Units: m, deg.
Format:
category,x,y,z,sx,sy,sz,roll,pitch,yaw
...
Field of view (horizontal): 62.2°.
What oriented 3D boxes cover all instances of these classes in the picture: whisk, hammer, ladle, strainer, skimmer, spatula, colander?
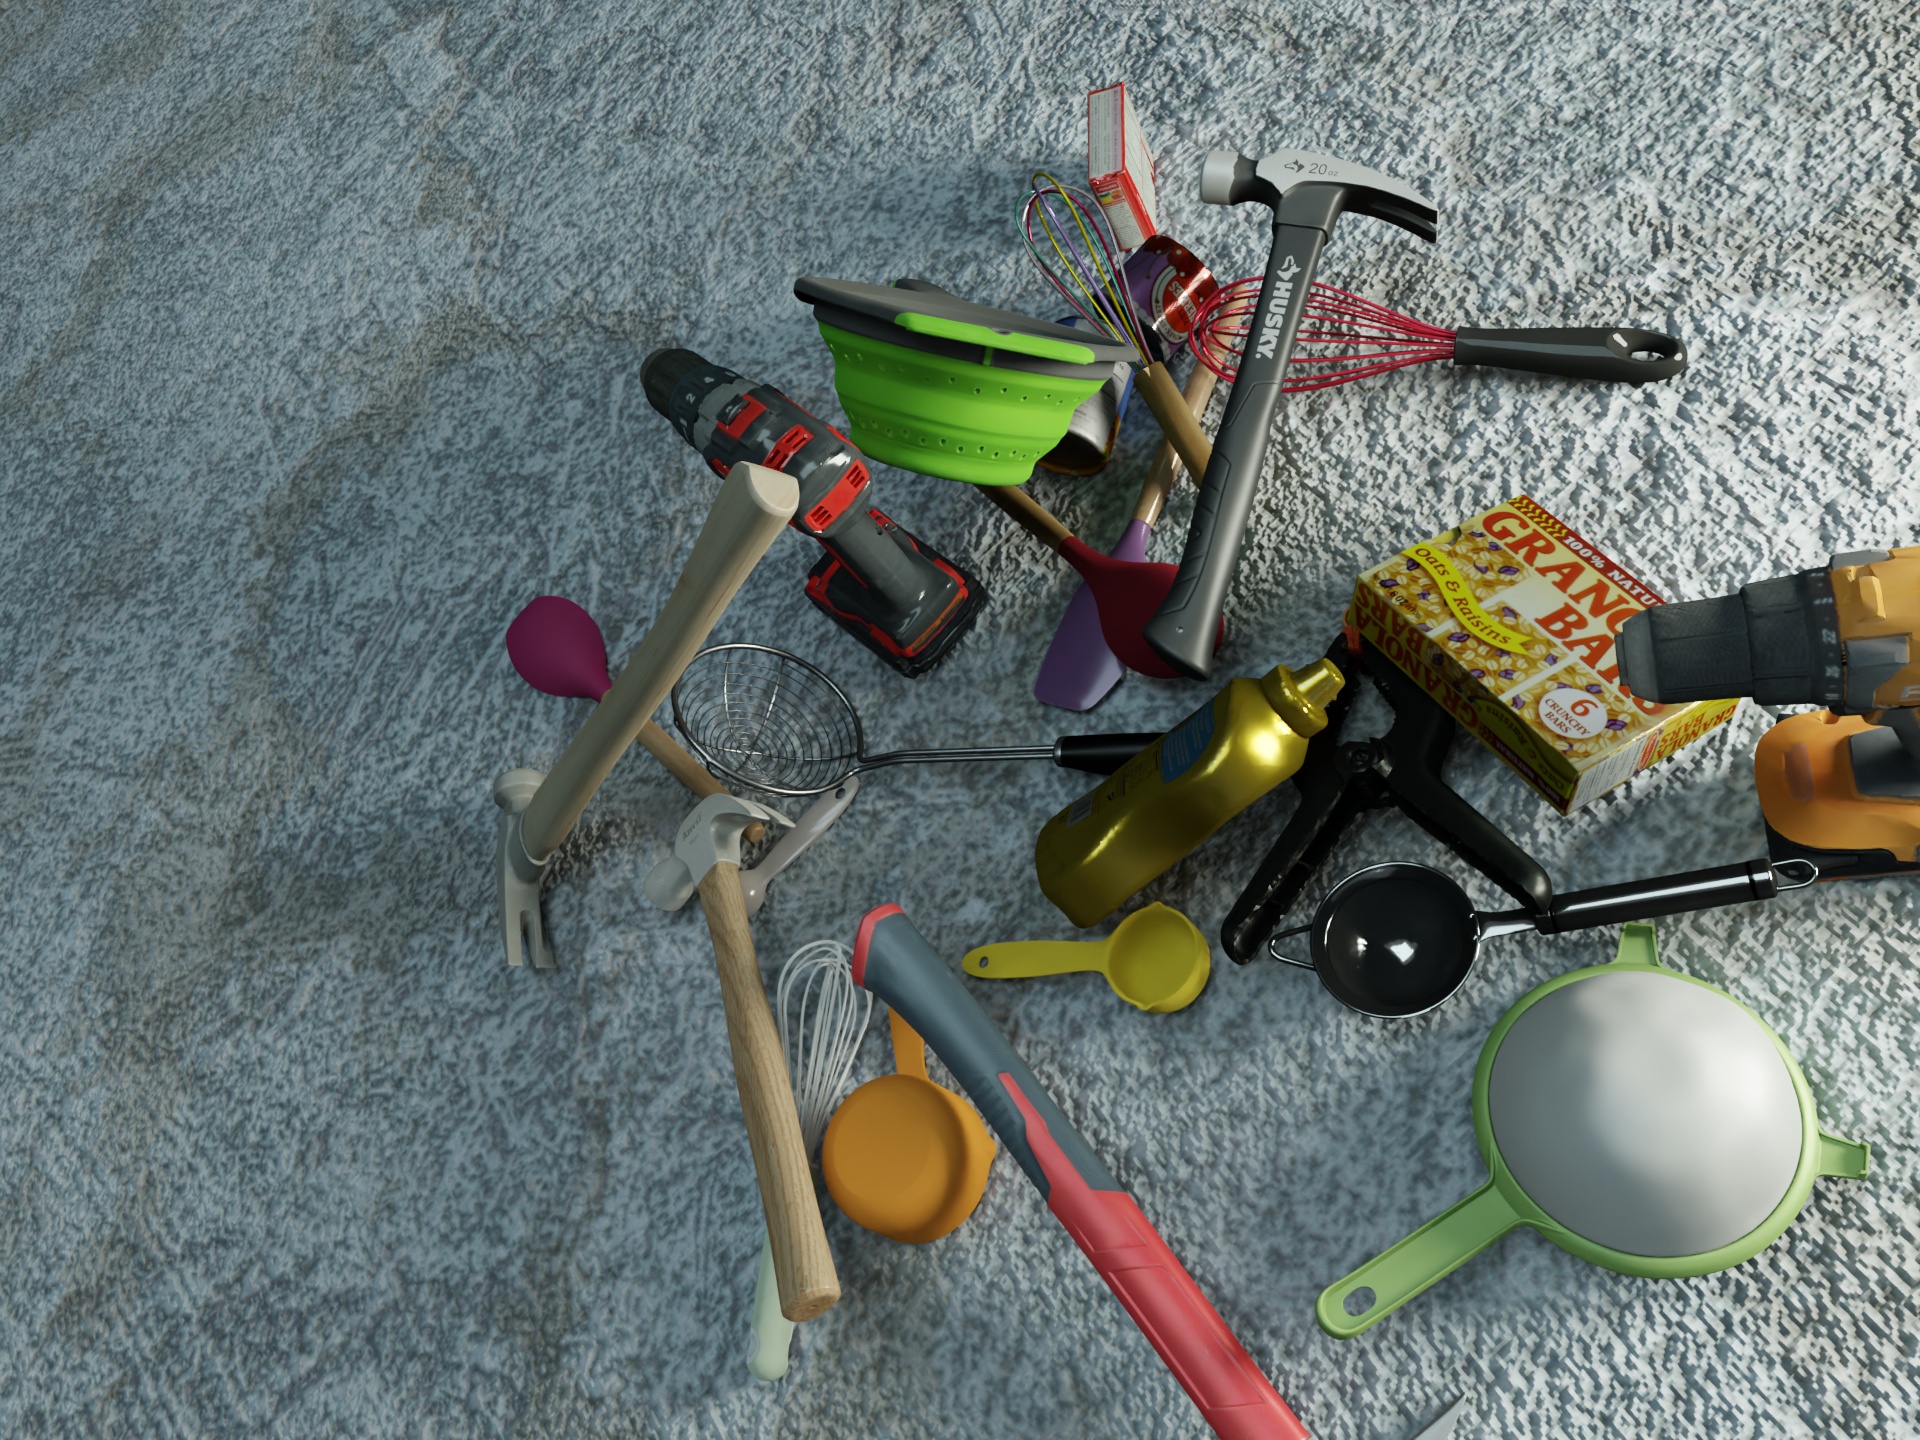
category,x,y,z,sx,sy,sz,roll,pitch,yaw
whisk,0.106,-0.240,1.004,0.047,0.051,0.245,-35,84,50
hammer,-0.118,0.177,0.911,0.130,0.031,0.332,-50,42,30
whisk,-0.091,0.247,0.913,0.058,0.059,0.246,144,137,-62
whisk,0.283,-0.229,0.970,0.296,0.073,0.073,9,69,22
hammer,0.076,0.233,0.810,0.143,0.038,0.387,-40,63,1
ladle,0.056,-0.125,1.029,0.069,0.031,0.316,-46,49,2
strainer,0.268,0.198,0.723,0.256,0.069,0.152,-32,54,-5
strainer,0.283,0.100,0.789,0.258,0.050,0.087,-15,55,28
skimmer,-0.002,-0.003,0.967,0.363,0.090,0.127,-2,33,23
hammer,0.176,-0.182,0.935,0.146,0.035,0.335,13,77,18
spatula,0.127,-0.148,1.023,0.060,0.018,0.316,14,73,33
colander,-0.015,-0.222,1.014,0.397,0.204,0.094,-113,33,-69
hammer,-0.200,-0.001,0.962,0.410,0.038,0.146,-47,45,41

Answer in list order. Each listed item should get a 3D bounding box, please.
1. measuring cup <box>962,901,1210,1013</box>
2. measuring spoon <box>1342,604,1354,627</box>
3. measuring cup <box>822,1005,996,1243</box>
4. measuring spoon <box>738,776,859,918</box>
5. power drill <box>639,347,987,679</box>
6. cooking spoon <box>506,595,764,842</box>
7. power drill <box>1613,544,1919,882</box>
category,x,y,z,sx,sy,sz,roll,pitch,yaw
measuring cup,0.071,0.139,0.906,0.156,0.029,0.062,-8,60,35
measuring spoon,0.268,-0.034,0.905,0.117,0.011,0.021,36,84,31
measuring cup,-0.037,0.203,0.900,0.095,0.052,0.174,-16,61,18
measuring spoon,-0.113,0.079,1.022,0.124,0.018,0.034,-45,55,-2
power drill,-0.096,-0.136,0.997,0.080,0.226,0.188,-49,55,-4
cooking spoon,-0.234,-0.004,1.123,0.319,0.017,0.069,37,85,35
power drill,0.390,-0.001,0.694,0.185,0.226,0.084,-7,62,23
